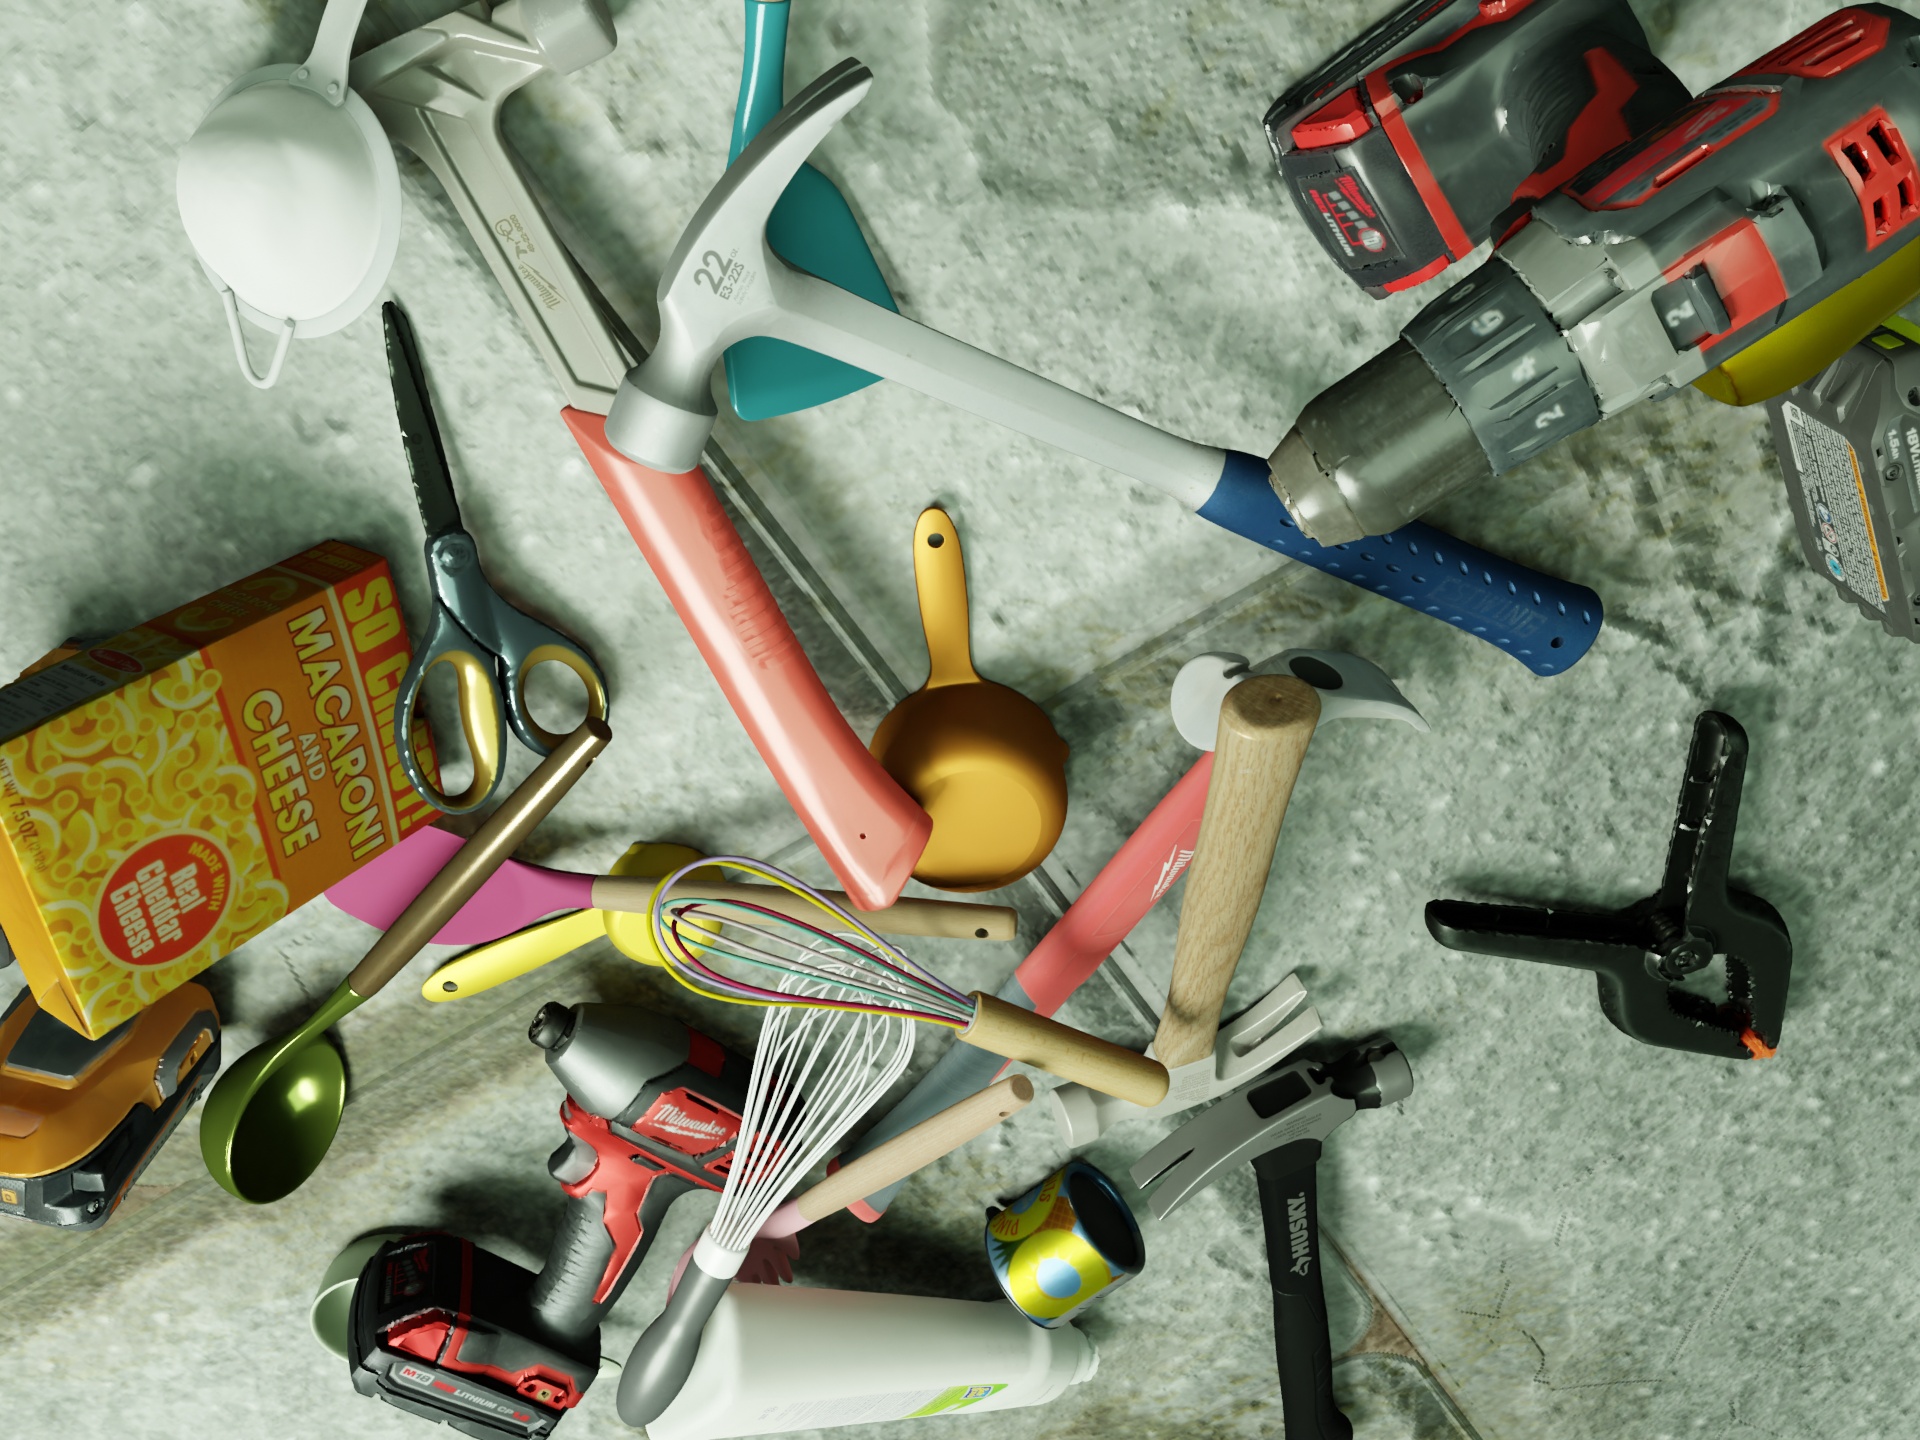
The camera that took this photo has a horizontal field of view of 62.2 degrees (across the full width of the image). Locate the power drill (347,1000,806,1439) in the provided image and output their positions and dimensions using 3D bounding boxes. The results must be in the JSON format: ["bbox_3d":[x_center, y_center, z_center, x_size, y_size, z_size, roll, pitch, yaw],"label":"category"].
[{"bbox_3d":[-0.192,0.235,0.770,0.143,0.079,0.219,36,99,-26],"label":"power drill"}]

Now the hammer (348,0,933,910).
[{"bbox_3d":[-0.117,-0.075,0.594,0.149,0.037,0.358,-24,111,9],"label":"hammer"}]

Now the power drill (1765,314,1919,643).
[{"bbox_3d":[0.438,-0.141,0.606,0.223,0.080,0.171,-28,121,8],"label":"power drill"}]

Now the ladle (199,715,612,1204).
[{"bbox_3d":[-0.239,0.109,0.694,0.062,0.078,0.320,48,116,2],"label":"ladle"}]

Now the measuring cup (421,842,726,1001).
[{"bbox_3d":[-0.181,0.106,0.733,0.156,0.029,0.062,-23,121,6],"label":"measuring cup"}]

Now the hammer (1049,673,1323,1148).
[{"bbox_3d":[0.110,0.091,0.678,0.130,0.031,0.331,-16,145,-12],"label":"hammer"}]

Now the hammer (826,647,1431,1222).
[{"bbox_3d":[0.055,0.114,0.740,0.143,0.038,0.386,1,135,-43],"label":"hammer"}]

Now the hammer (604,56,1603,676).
[{"bbox_3d":[0.086,-0.098,0.589,0.405,0.035,0.144,17,116,-25],"label":"hammer"}]

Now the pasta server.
[{"bbox_3d":[-0.059,0.233,0.762,0.060,0.040,0.316,15,143,-30],"label":"pasta server"}]

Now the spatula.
[{"bbox_3d":[-0.053,-0.251,0.495,0.082,0.044,0.317,-26,138,-32],"label":"spatula"}]

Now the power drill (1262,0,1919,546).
[{"bbox_3d":[0.161,-0.150,0.486,0.188,0.227,0.080,-34,118,15],"label":"power drill"}]

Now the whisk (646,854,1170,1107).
[{"bbox_3d":[-0.017,0.118,0.655,0.244,0.047,0.051,25,132,-21],"label":"whisk"}]

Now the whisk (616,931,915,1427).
[{"bbox_3d":[-0.095,0.217,0.729,0.070,0.070,0.284,22,108,-17],"label":"whisk"}]

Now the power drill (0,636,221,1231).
[{"bbox_3d":[-0.375,0.104,0.629,0.084,0.185,0.226,12,124,2],"label":"power drill"}]

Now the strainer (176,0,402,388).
[{"bbox_3d":[-0.193,-0.227,0.497,0.087,0.050,0.258,27,101,12],"label":"strainer"}]

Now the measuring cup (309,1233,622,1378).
[{"bbox_3d":[-0.262,0.321,0.858,0.167,0.038,0.083,21,118,-19],"label":"measuring cup"}]

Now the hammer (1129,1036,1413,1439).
[{"bbox_3d":[0.182,0.320,0.881,0.146,0.035,0.334,-20,125,-10],"label":"hammer"}]

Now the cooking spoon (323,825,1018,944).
[{"bbox_3d":[-0.133,0.076,0.692,0.319,0.017,0.068,4,121,9],"label":"cooking spoon"}]

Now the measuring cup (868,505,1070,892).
[{"bbox_3d":[-0.001,-0.002,0.668,0.095,0.052,0.173,-7,124,0],"label":"measuring cup"}]
